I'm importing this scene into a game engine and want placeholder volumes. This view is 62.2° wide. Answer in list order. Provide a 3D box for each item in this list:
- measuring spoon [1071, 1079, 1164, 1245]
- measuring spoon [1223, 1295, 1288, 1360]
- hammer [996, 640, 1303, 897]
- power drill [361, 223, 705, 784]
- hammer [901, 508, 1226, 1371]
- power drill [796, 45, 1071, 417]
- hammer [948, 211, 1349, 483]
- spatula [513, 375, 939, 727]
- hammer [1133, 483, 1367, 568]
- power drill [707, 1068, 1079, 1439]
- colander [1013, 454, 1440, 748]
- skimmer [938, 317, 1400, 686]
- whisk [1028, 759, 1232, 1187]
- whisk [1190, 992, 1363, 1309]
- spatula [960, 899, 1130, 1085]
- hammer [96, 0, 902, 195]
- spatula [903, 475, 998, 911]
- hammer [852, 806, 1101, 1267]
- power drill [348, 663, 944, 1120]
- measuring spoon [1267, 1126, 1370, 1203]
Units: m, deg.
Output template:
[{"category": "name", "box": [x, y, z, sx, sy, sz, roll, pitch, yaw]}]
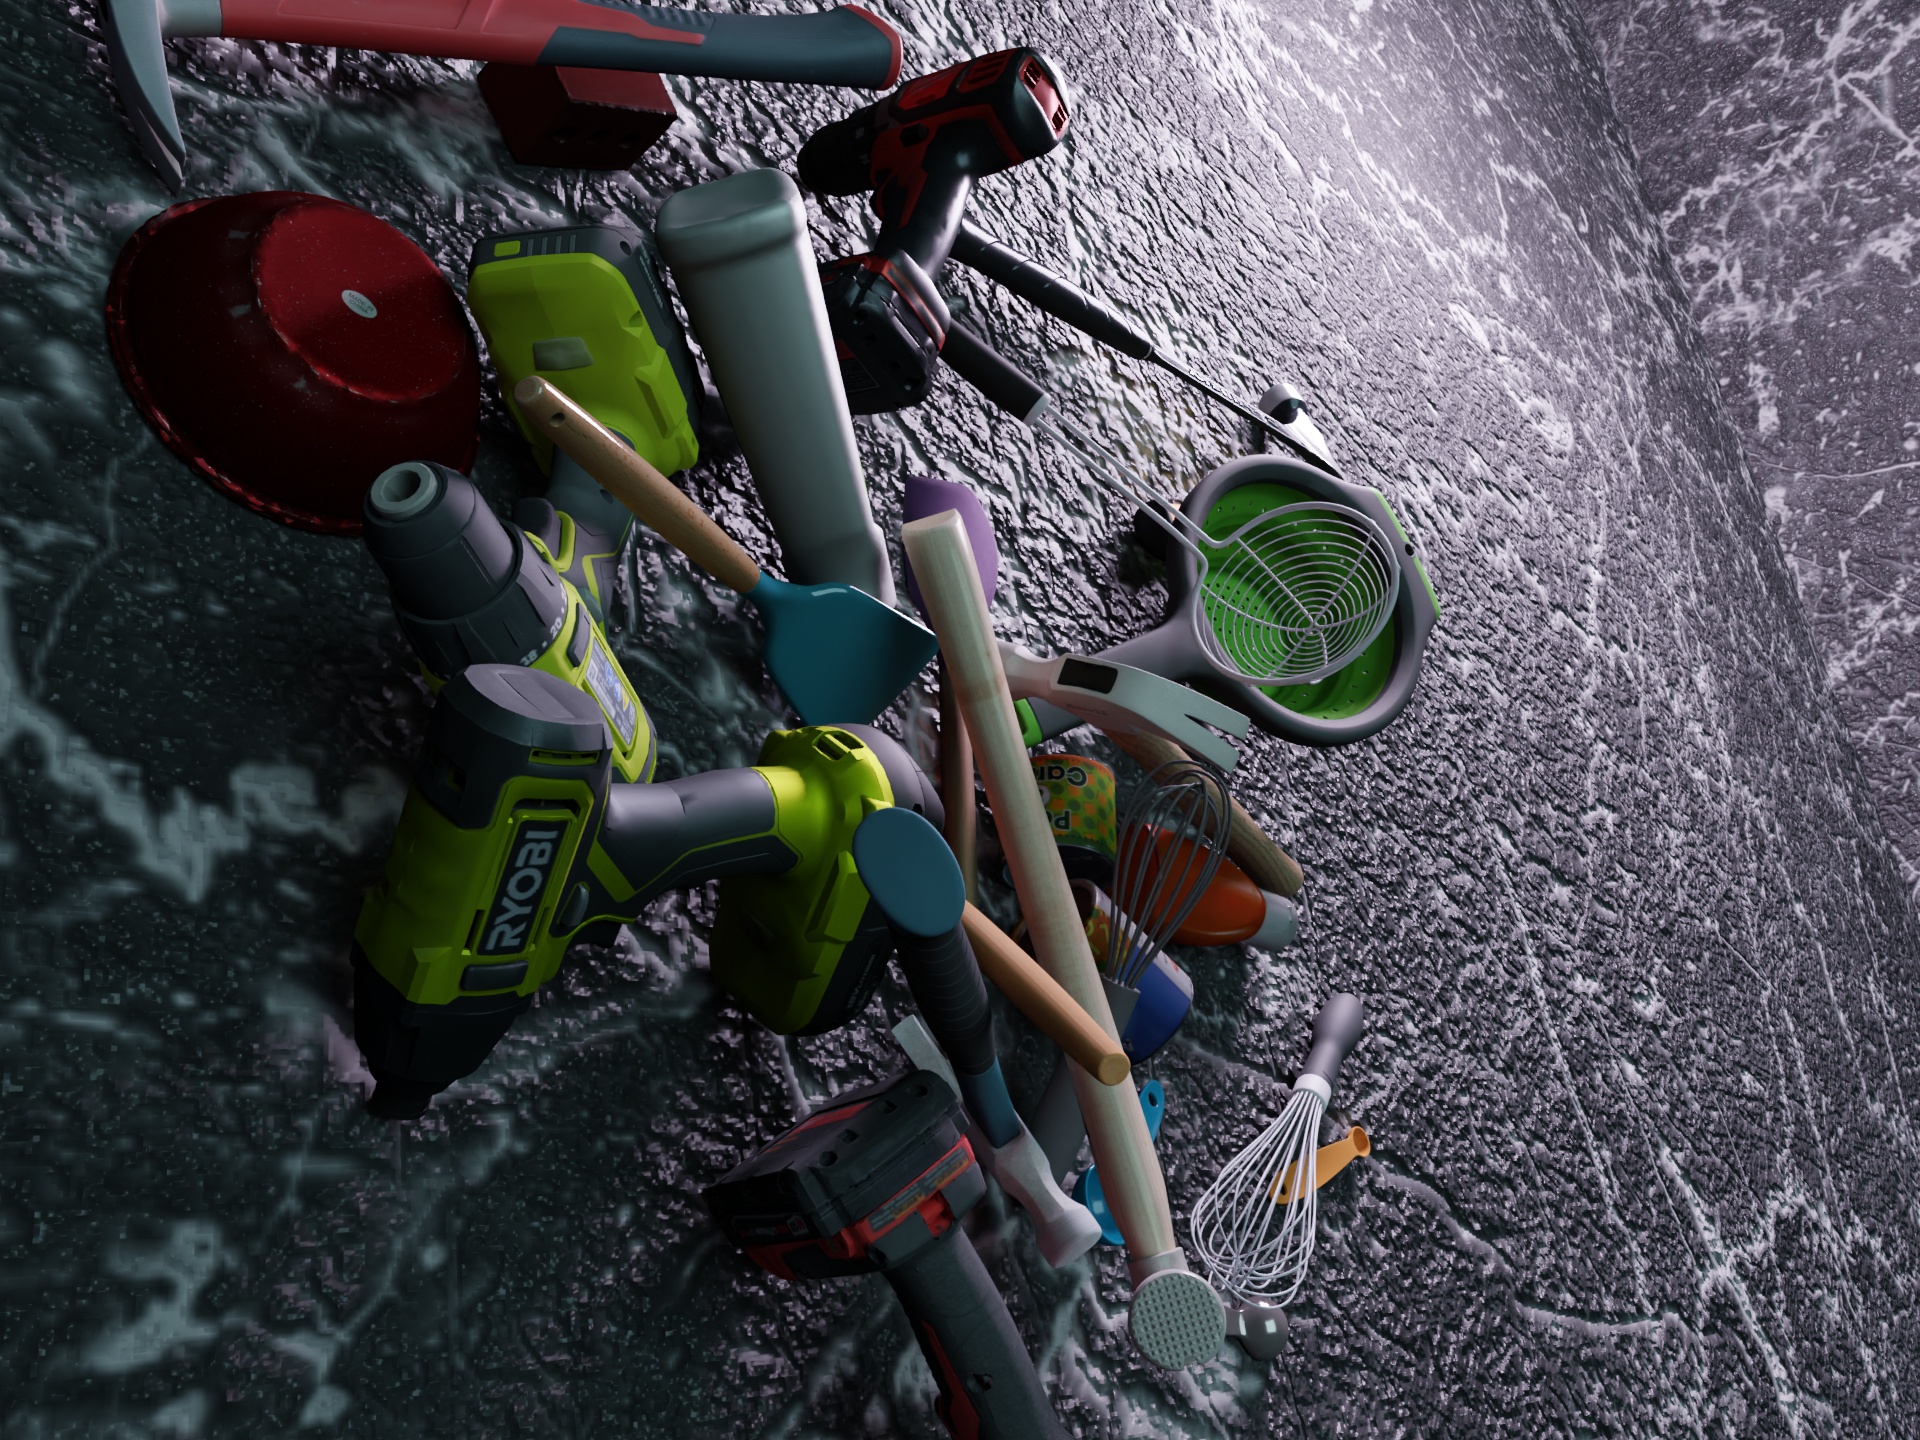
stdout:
[{"category": "measuring spoon", "box": [0.085, 0.236, 0.861, 0.042, 0.021, 0.129, 56, 30, -8]}, {"category": "measuring spoon", "box": [0.141, 0.324, 0.865, 0.124, 0.018, 0.034, 26, 51, -36]}, {"category": "hammer", "box": [0.139, 0.042, 0.925, 0.331, 0.130, 0.031, 40, 68, -53]}, {"category": "power drill", "box": [-0.170, -0.094, 0.650, 0.190, 0.080, 0.229, 74, 14, -56]}, {"category": "hammer", "box": [0.041, 0.089, 0.750, 0.146, 0.038, 0.411, 75, -1, -70]}, {"category": "power drill", "box": [-0.053, -0.277, 0.896, 0.080, 0.188, 0.227, 47, 57, -39]}, {"category": "hammer", "box": [0.142, -0.266, 1.169, 0.408, 0.036, 0.149, 20, 36, -37]}, {"category": "spatula", "box": [-0.096, -0.065, 0.687, 0.044, 0.082, 0.317, 46, 2, 23]}, {"category": "hammer", "box": [0.242, -0.140, 1.230, 0.336, 0.034, 0.127, 2, 68, -48]}, {"category": "power drill", "box": [-0.005, 0.261, 0.649, 0.078, 0.143, 0.220, -30, 87, -34]}, {"category": "colander", "box": [0.145, -0.044, 1.039, 0.397, 0.094, 0.204, -23, 84, -33]}, {"category": "skimmer", "box": [0.096, -0.157, 0.955, 0.363, 0.090, 0.127, 39, 85, 2]}, {"category": "whisk", "box": [0.076, 0.133, 0.800, 0.055, 0.055, 0.239, 23, 89, -39]}, {"category": "whisk", "box": [0.203, 0.246, 0.956, 0.070, 0.070, 0.285, 57, 35, -7]}, {"category": "spatula", "box": [0.006, 0.080, 0.690, 0.041, 0.323, 0.081, -33, 111, -10]}, {"category": "hammer", "box": [-0.193, -0.316, 0.759, 0.386, 0.038, 0.143, -10, 79, -33]}, {"category": "spatula", "box": [-0.001, -0.003, 0.889, 0.059, 0.018, 0.316, 8, 62, -19]}, {"category": "hammer", "box": [0.002, 0.129, 0.648, 0.128, 0.033, 0.330, 51, -13, 29]}, {"category": "power drill", "box": [-0.122, 0.070, 0.626, 0.080, 0.171, 0.223, 34, 19, 37]}, {"category": "measuring spoon", "box": [0.222, 0.278, 0.992, 0.117, 0.011, 0.021, -9, 74, -46]}]
